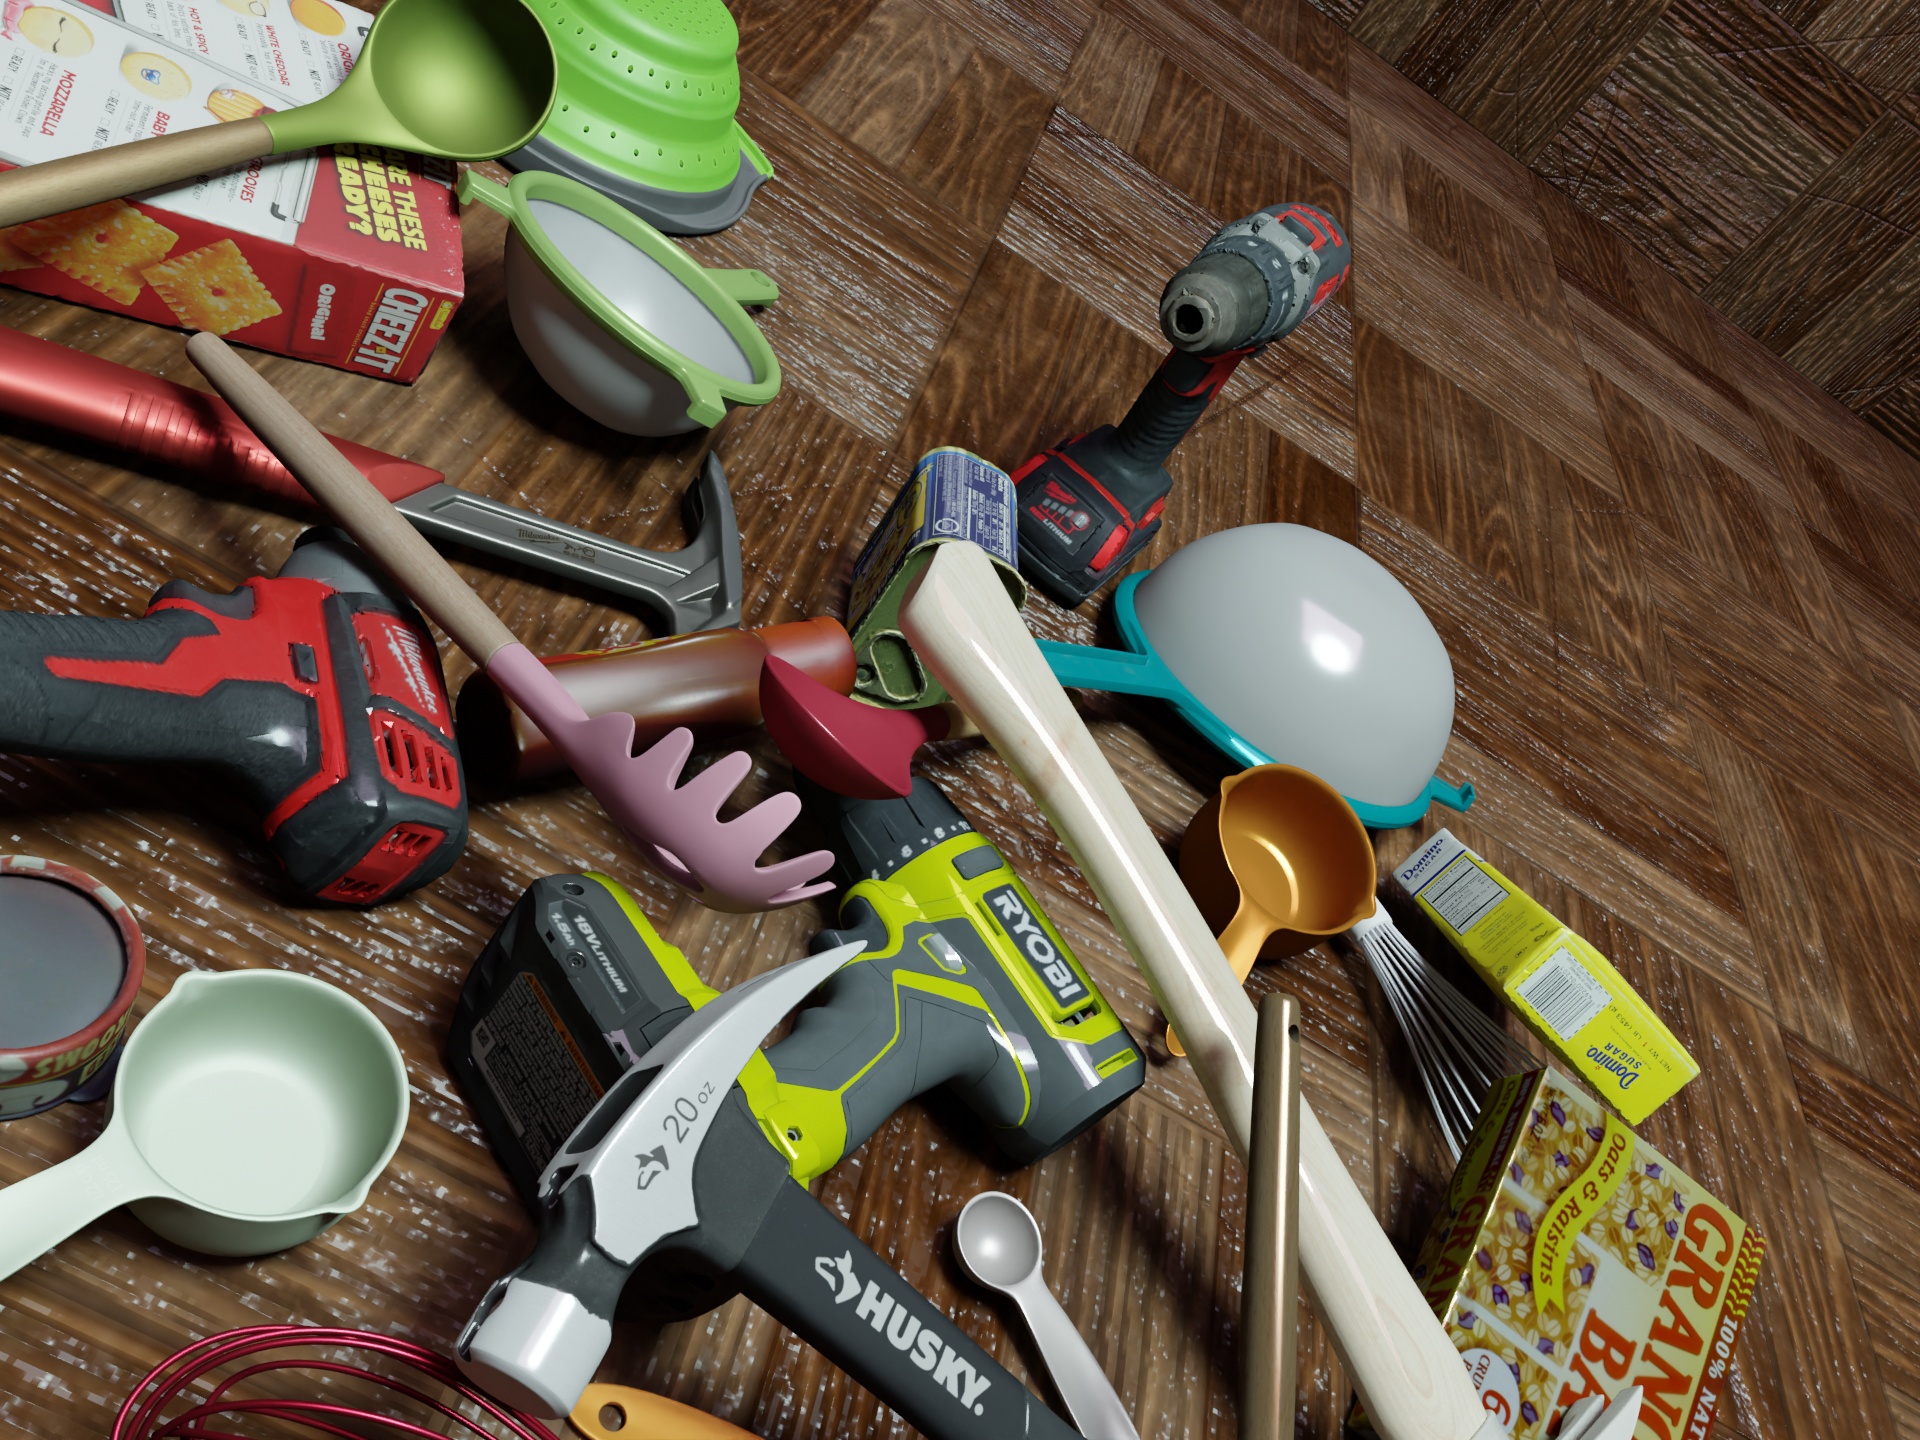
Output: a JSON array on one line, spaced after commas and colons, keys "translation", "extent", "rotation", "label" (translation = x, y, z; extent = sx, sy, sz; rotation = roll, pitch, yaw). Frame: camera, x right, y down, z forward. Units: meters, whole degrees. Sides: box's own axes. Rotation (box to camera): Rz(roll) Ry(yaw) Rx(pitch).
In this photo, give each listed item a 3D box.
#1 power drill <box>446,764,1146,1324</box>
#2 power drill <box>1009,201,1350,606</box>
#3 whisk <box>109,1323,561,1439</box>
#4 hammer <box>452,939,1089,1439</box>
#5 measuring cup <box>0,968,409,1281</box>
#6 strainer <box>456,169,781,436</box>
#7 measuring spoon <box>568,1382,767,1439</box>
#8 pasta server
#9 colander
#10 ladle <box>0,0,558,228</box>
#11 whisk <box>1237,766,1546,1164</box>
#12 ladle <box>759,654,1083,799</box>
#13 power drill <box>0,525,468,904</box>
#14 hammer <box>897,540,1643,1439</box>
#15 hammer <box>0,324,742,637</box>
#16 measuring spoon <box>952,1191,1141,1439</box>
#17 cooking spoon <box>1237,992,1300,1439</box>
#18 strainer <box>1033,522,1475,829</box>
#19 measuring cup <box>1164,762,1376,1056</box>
[{"translation": [-0.055, 0.089, 0.561], "extent": [0.228, 0.080, 0.191], "rotation": [-14, 62, -51], "label": "power drill"}, {"translation": [0.103, -0.166, 0.833], "extent": [0.080, 0.226, 0.188], "rotation": [43, 36, 4], "label": "power drill"}, {"translation": [-0.075, 0.232, 0.414], "extent": [0.295, 0.073, 0.073], "rotation": [32, 37, -21], "label": "whisk"}, {"translation": [0.022, 0.208, 0.460], "extent": [0.334, 0.035, 0.146], "rotation": [46, 48, -19], "label": "hammer"}, {"translation": [-0.223, 0.125, 0.410], "extent": [0.083, 0.038, 0.167], "rotation": [48, 39, 11], "label": "measuring cup"}, {"translation": [-0.152, -0.196, 0.796], "extent": [0.151, 0.069, 0.256], "rotation": [43, 19, -3], "label": "strainer"}, {"translation": [-0.064, 0.223, 0.470], "extent": [0.117, 0.011, 0.021], "rotation": [27, 40, -11], "label": "measuring spoon"}, {"translation": [-0.162, -0.041, 0.532], "extent": [0.040, 0.060, 0.316], "rotation": [-40, 69, -22], "label": "pasta server"}, {"translation": [-0.243, -0.363, 0.850], "extent": [0.205, 0.094, 0.397], "rotation": [51, 38, 14], "label": "colander"}, {"translation": [-0.278, -0.218, 0.591], "extent": [0.320, 0.062, 0.078], "rotation": [-41, 103, -45], "label": "ladle"}, {"translation": [0.217, 0.123, 0.779], "extent": [0.070, 0.070, 0.285], "rotation": [-1, 48, -41], "label": "whisk"}, {"translation": [-0.001, -0.002, 0.670], "extent": [0.069, 0.031, 0.315], "rotation": [47, 18, 13], "label": "ladle"}, {"translation": [-0.254, -0.030, 0.478], "extent": [0.219, 0.078, 0.143], "rotation": [24, 36, -50], "label": "power drill"}, {"translation": [0.099, 0.107, 0.588], "extent": [0.146, 0.038, 0.411], "rotation": [-17, 72, -40], "label": "hammer"}, {"translation": [-0.253, -0.105, 0.623], "extent": [0.358, 0.036, 0.149], "rotation": [17, 42, -28], "label": "hammer"}, {"translation": [0.033, 0.223, 0.552], "extent": [0.034, 0.018, 0.124], "rotation": [-19, 72, -42], "label": "measuring spoon"}, {"translation": [0.090, 0.236, 0.474], "extent": [0.068, 0.017, 0.319], "rotation": [26, 58, -34], "label": "cooking spoon"}, {"translation": [0.150, -0.048, 0.826], "extent": [0.340, 0.095, 0.211], "rotation": [4, 40, -46], "label": "strainer"}, {"translation": [0.126, 0.096, 0.738], "extent": [0.095, 0.052, 0.174], "rotation": [41, 54, 0], "label": "measuring cup"}]
